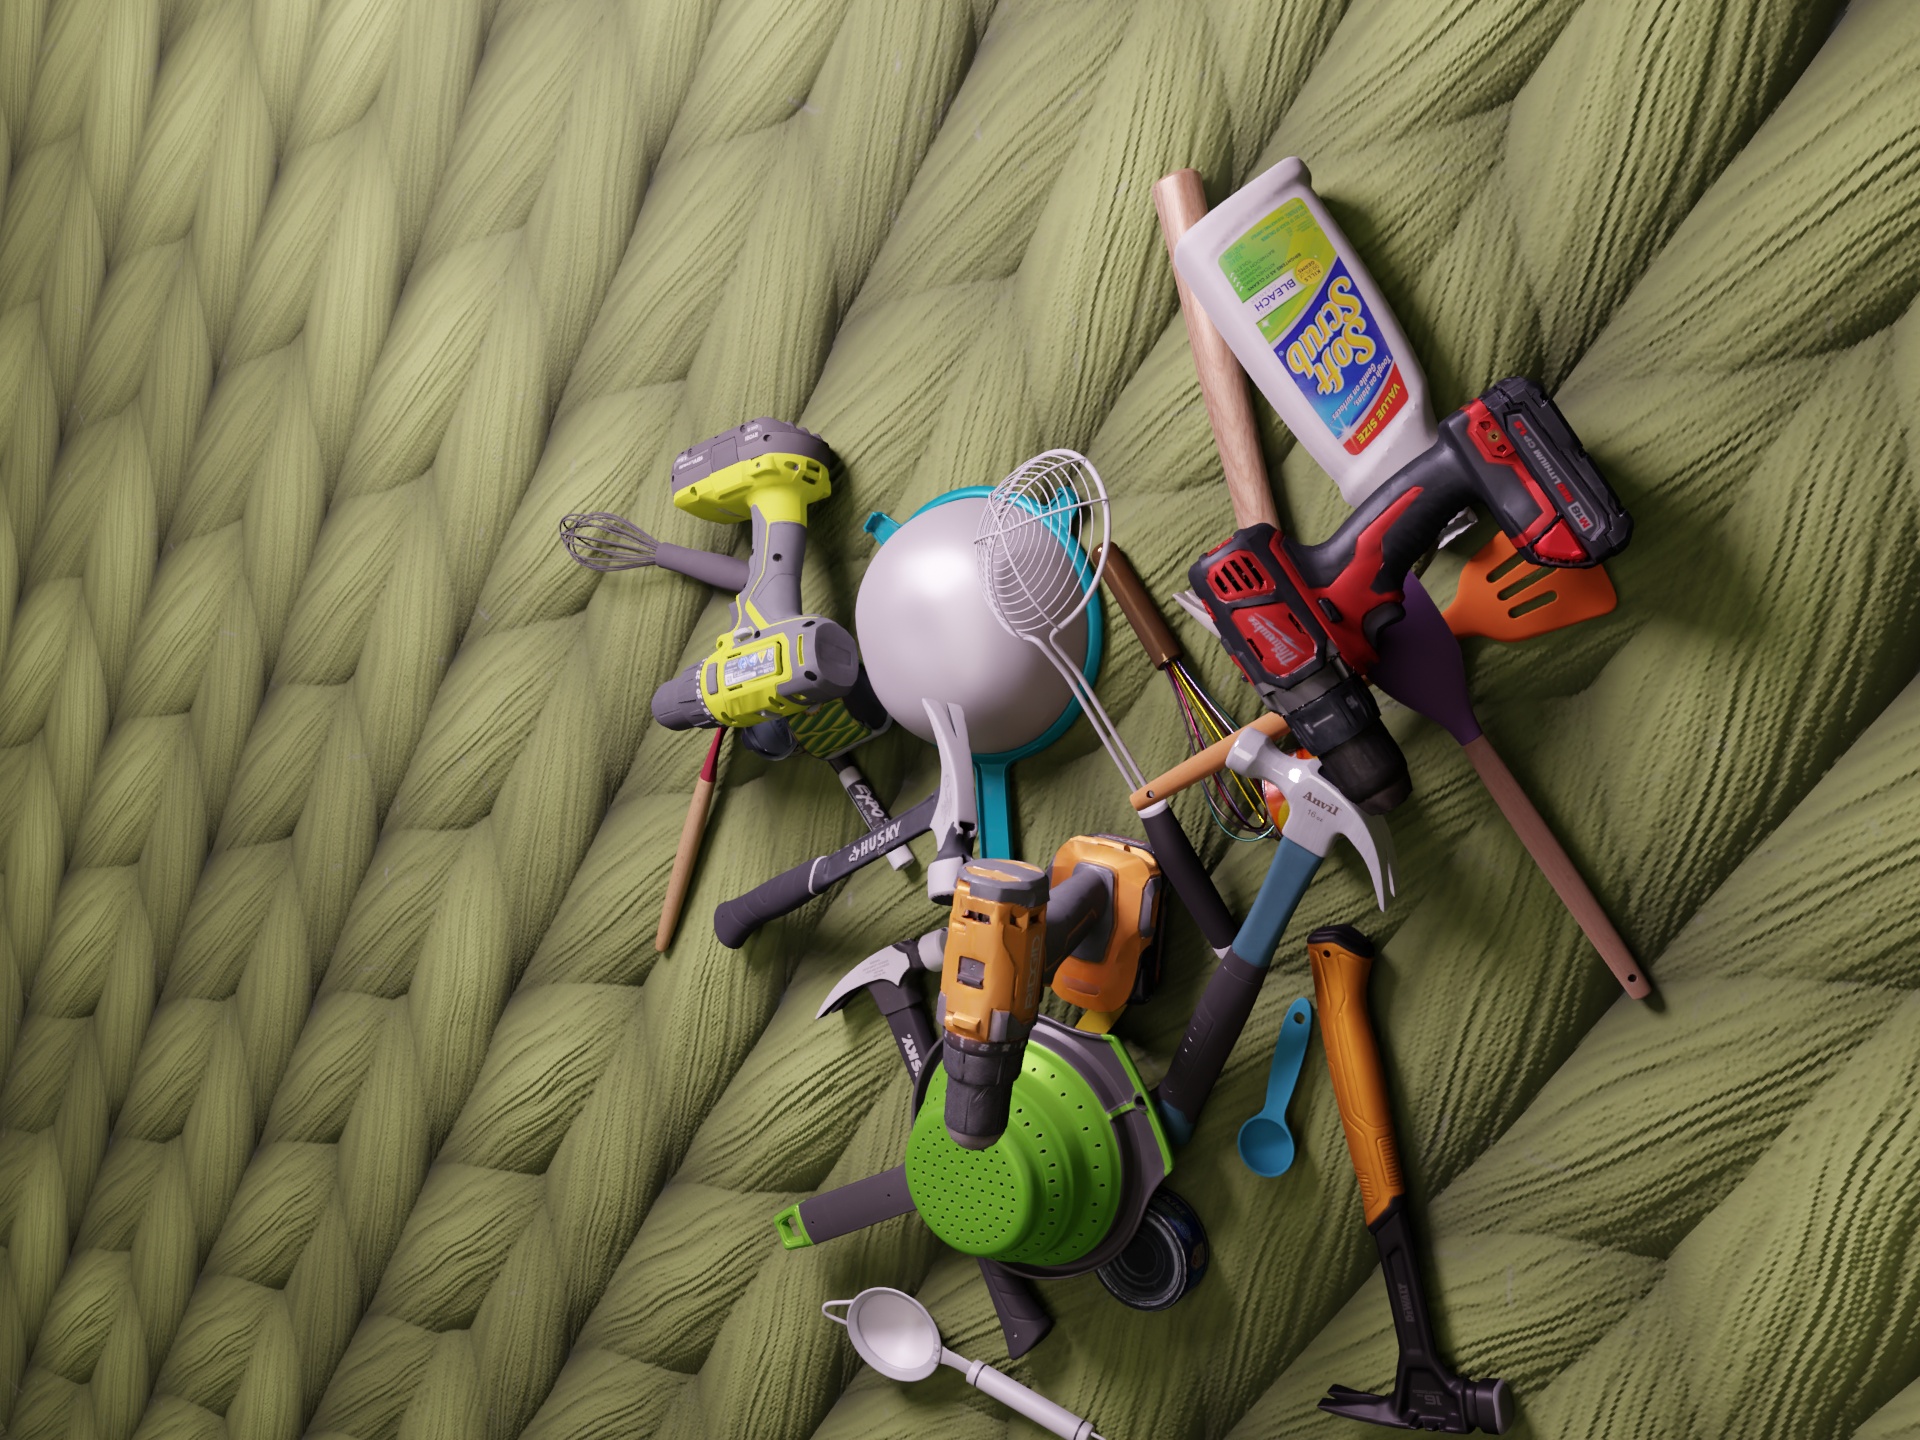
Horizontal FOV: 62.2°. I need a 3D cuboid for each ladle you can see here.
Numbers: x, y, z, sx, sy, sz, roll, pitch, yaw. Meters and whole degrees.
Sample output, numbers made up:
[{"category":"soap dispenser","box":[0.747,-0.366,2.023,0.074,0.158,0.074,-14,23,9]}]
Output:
[{"category":"ladle","box":[-0.227,0.072,1.384,0.031,0.069,0.315,16,114,-7]}]

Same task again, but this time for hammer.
[{"category":"hammer","box":[-0.008,0.342,1.266,0.146,0.035,0.335,-26,81,34]},{"category":"hammer","box":[0.273,0.304,1.062,0.127,0.034,0.337,-11,89,35]},{"category":"hammer","box":[0.180,-0.203,1.064,0.130,0.031,0.331,-15,87,35]},{"category":"hammer","box":[-0.100,0.109,1.224,0.409,0.036,0.149,-31,53,53]},{"category":"hammer","box":[0.188,0.164,1.059,0.128,0.033,0.330,30,127,18]}]

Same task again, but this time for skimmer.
[{"category":"skimmer","box":[0.119,-0.007,1.086,0.127,0.090,0.363,-14,111,51]}]

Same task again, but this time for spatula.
[{"category":"spatula","box":[0.246,-0.025,1.003,0.322,0.041,0.081,-31,83,15]},{"category":"spatula","box":[0.324,0.034,0.967,0.060,0.018,0.316,-35,87,15]}]

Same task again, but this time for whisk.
[{"category":"whisk","box":[-0.255,-0.139,1.373,0.239,0.055,0.055,17,105,28]},{"category":"whisk","box":[0.155,-0.020,1.101,0.051,0.047,0.245,-38,70,27]}]

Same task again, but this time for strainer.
[{"category":"strainer","box":[-0.002,-0.004,1.178,0.211,0.095,0.340,-2,94,35]},{"category":"strainer","box":[0.007,0.520,1.276,0.258,0.050,0.086,20,113,26]}]

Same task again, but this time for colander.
[{"category":"colander","box":[-0.030,0.354,1.201,0.397,0.094,0.204,-30,79,35]}]

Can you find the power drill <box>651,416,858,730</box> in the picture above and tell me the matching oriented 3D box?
[{"category":"power drill","box":[-0.172,-0.106,1.259,0.190,0.080,0.229,-15,71,35]}]

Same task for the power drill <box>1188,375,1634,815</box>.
[{"category":"power drill","box":[0.270,-0.070,0.926,0.226,0.080,0.188,-33,88,14]}]

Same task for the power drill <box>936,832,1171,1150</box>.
[{"category":"power drill","box":[0.059,0.174,1.072,0.084,0.226,0.185,11,101,29]}]

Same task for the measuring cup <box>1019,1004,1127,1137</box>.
[{"category":"measuring cup","box":[0.087,0.253,1.198,0.062,0.029,0.156,41,106,23]}]

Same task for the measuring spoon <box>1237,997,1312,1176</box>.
[{"category":"measuring spoon","box":[0.226,0.253,1.103,0.042,0.021,0.128,17,96,33]}]

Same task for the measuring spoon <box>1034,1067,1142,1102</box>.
[{"category":"measuring spoon","box":[0.079,0.268,1.177,0.117,0.011,0.021,6,91,28]}]
